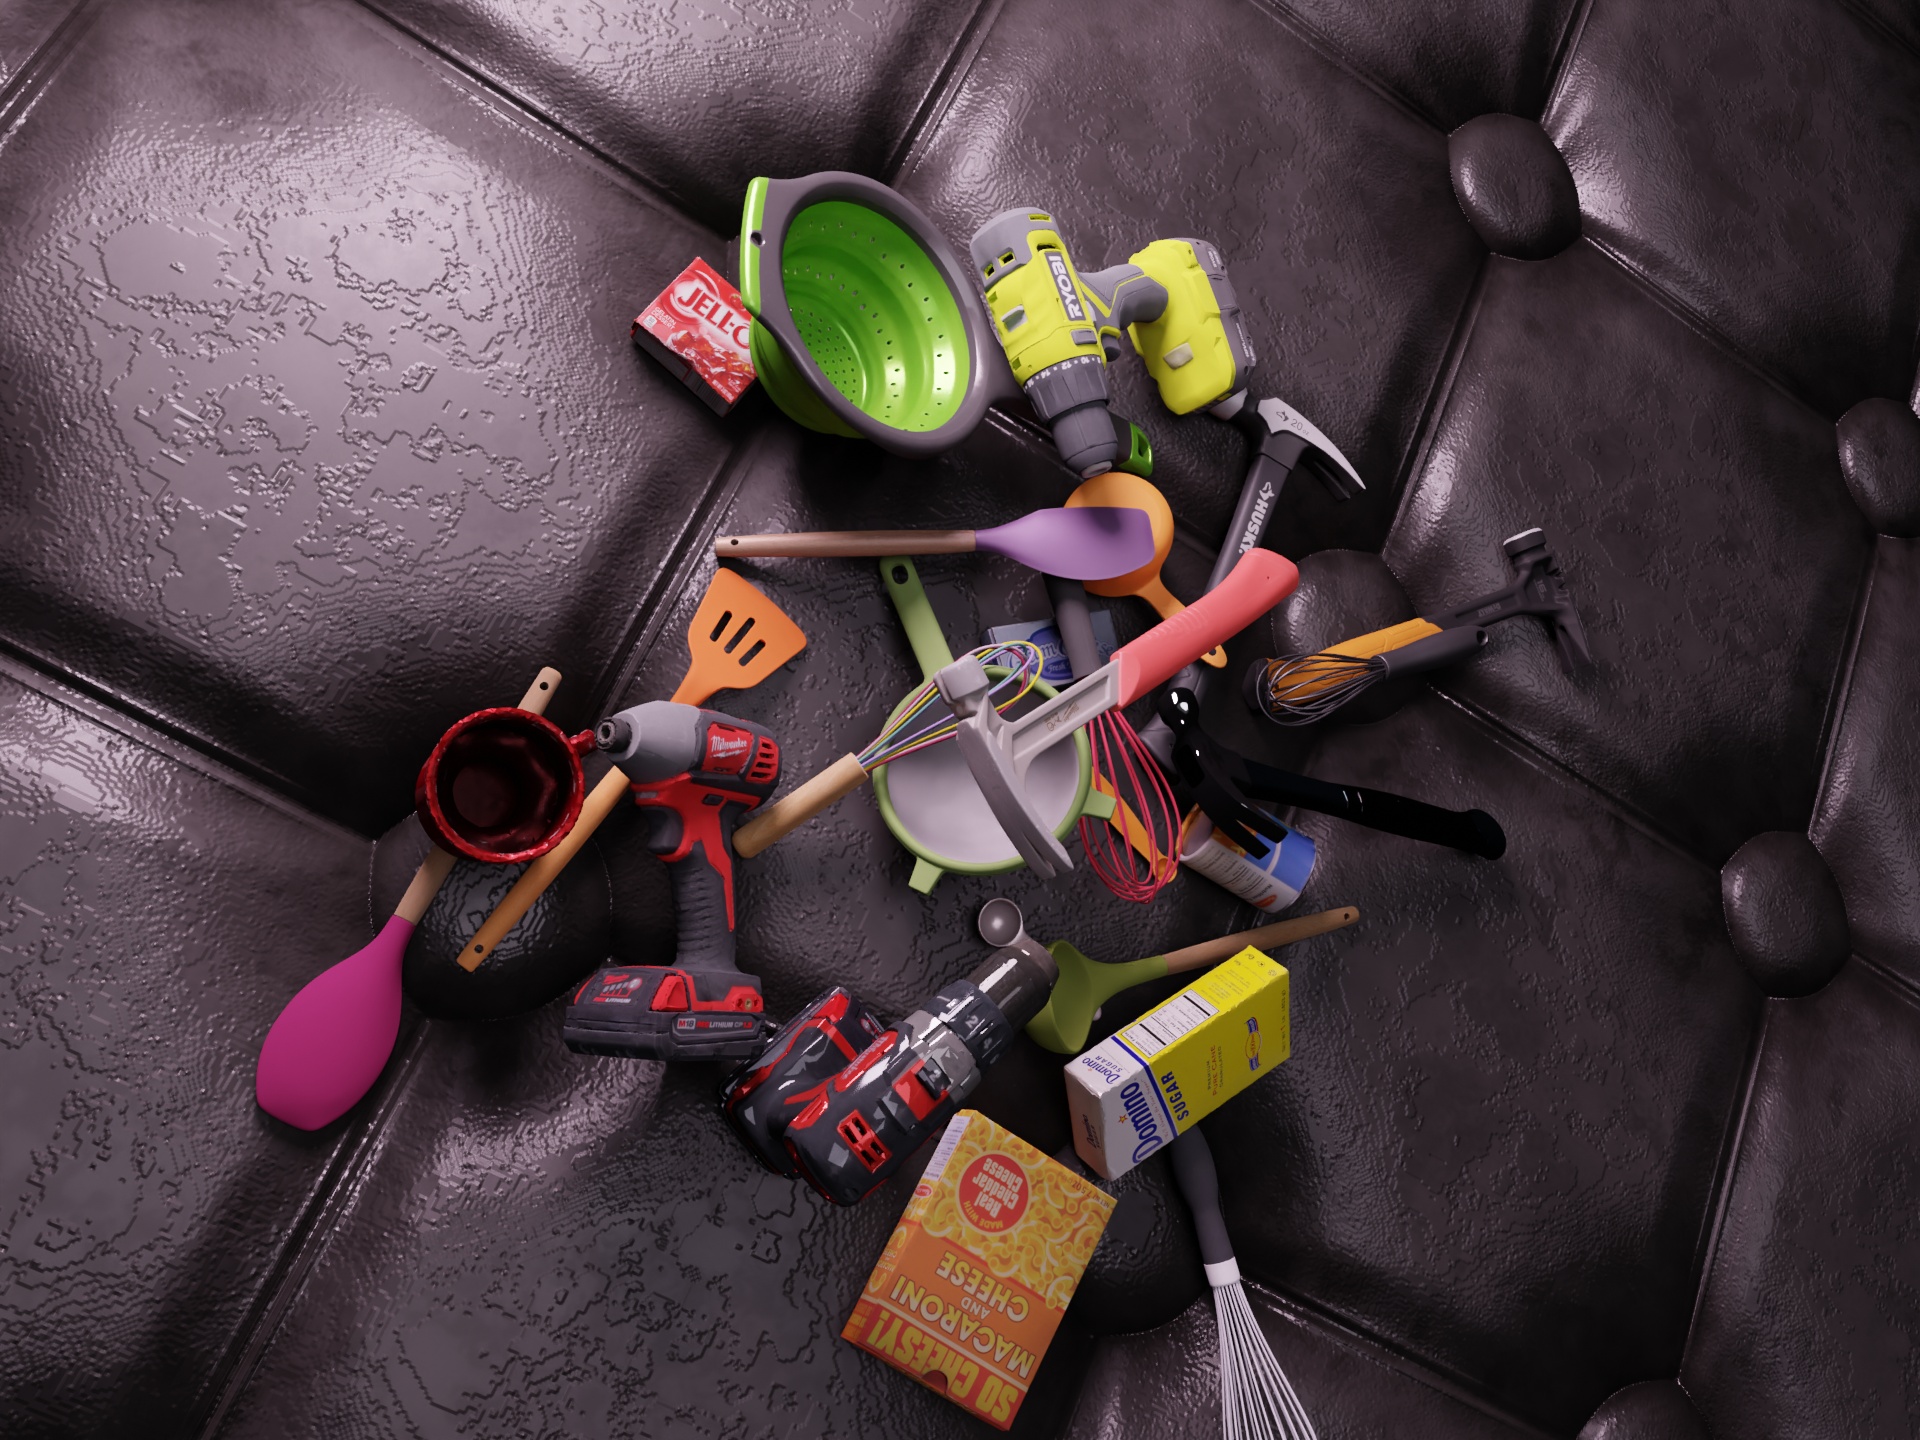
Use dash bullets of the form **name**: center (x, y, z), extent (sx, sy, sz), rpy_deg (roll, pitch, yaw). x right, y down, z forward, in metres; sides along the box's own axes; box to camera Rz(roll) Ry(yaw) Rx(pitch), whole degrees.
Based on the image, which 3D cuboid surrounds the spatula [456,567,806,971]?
- **spatula**: center (-0.221, 0.034, 1.052), extent (0.081, 0.041, 0.323), rpy_deg (41, 71, -10)

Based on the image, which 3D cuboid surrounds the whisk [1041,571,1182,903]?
- **whisk**: center (0.098, -0.012, 1.142), extent (0.073, 0.073, 0.296), rpy_deg (-8, 75, -23)

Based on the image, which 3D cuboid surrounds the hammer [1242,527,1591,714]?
- **hammer**: center (0.375, -0.059, 1.307), extent (0.337, 0.034, 0.127), rpy_deg (-18, 85, -24)

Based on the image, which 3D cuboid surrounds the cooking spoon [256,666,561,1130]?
- **cooking spoon**: center (-0.333, 0.102, 0.992), extent (0.068, 0.017, 0.319), rpy_deg (30, 69, -11)

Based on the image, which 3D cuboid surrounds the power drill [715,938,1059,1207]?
- **power drill**: center (-0.046, 0.208, 0.971), extent (0.188, 0.226, 0.080), rpy_deg (-40, 95, -24)

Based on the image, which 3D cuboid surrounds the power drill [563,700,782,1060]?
- **power drill**: center (-0.178, 0.098, 0.991), extent (0.143, 0.078, 0.220), rpy_deg (19, 71, -57)

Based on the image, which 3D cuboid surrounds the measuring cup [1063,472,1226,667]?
- **measuring cup**: center (0.144, -0.112, 1.191), extent (0.095, 0.052, 0.174), rpy_deg (-38, 79, -15)

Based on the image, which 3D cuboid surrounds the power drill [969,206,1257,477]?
- **power drill**: center (0.120, -0.280, 1.185), extent (0.228, 0.080, 0.190), rpy_deg (-16, 84, -45)

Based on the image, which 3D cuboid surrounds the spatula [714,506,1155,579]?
- **spatula**: center (-0.015, -0.125, 1.132), extent (0.316, 0.018, 0.060), rpy_deg (-2, 68, -9)

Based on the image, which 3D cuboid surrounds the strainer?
- **strainer**: center (-0.002, -0.004, 1.133), extent (0.151, 0.069, 0.257), rpy_deg (-23, 69, -1)

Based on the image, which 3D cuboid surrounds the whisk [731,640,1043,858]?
- **whisk**: center (-0.048, 0.020, 1.072), extent (0.245, 0.051, 0.047), rpy_deg (-34, 77, -2)

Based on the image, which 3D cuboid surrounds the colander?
- **colander**: center (-0.019, -0.246, 1.159), extent (0.396, 0.094, 0.205), rpy_deg (19, 62, -39)

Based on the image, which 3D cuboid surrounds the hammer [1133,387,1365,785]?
- **hammer**: center (0.213, -0.101, 1.250), extent (0.146, 0.035, 0.335), rpy_deg (28, 70, -14)

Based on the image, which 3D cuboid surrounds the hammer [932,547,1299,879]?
- **hammer**: center (0.135, -0.032, 1.105), extent (0.359, 0.036, 0.149), rpy_deg (-31, 93, -41)

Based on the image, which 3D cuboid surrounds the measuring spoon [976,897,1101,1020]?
- **measuring spoon**: center (0.056, 0.174, 1.140), extent (0.124, 0.018, 0.034), rpy_deg (45, 69, -15)

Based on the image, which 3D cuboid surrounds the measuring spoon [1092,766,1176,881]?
- **measuring spoon**: center (0.120, 0.075, 1.189), extent (0.021, 0.011, 0.117), rpy_deg (-41, 92, -24)

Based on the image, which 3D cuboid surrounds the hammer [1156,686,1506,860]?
- **hammer**: center (0.296, 0.062, 1.212), extent (0.330, 0.033, 0.128), rpy_deg (13, 44, -31)

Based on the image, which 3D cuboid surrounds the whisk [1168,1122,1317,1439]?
- **whisk**: center (0.193, 0.421, 1.121), extent (0.070, 0.070, 0.285), rpy_deg (-10, 78, -24)

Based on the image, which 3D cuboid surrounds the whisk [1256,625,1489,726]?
- **whisk**: center (0.326, -0.043, 1.243), extent (0.239, 0.055, 0.055), rpy_deg (-15, 85, -28)

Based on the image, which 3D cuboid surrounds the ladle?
- **ladle**: center (0.176, 0.173, 1.158), extent (0.320, 0.062, 0.078), rpy_deg (-9, 88, -29)
